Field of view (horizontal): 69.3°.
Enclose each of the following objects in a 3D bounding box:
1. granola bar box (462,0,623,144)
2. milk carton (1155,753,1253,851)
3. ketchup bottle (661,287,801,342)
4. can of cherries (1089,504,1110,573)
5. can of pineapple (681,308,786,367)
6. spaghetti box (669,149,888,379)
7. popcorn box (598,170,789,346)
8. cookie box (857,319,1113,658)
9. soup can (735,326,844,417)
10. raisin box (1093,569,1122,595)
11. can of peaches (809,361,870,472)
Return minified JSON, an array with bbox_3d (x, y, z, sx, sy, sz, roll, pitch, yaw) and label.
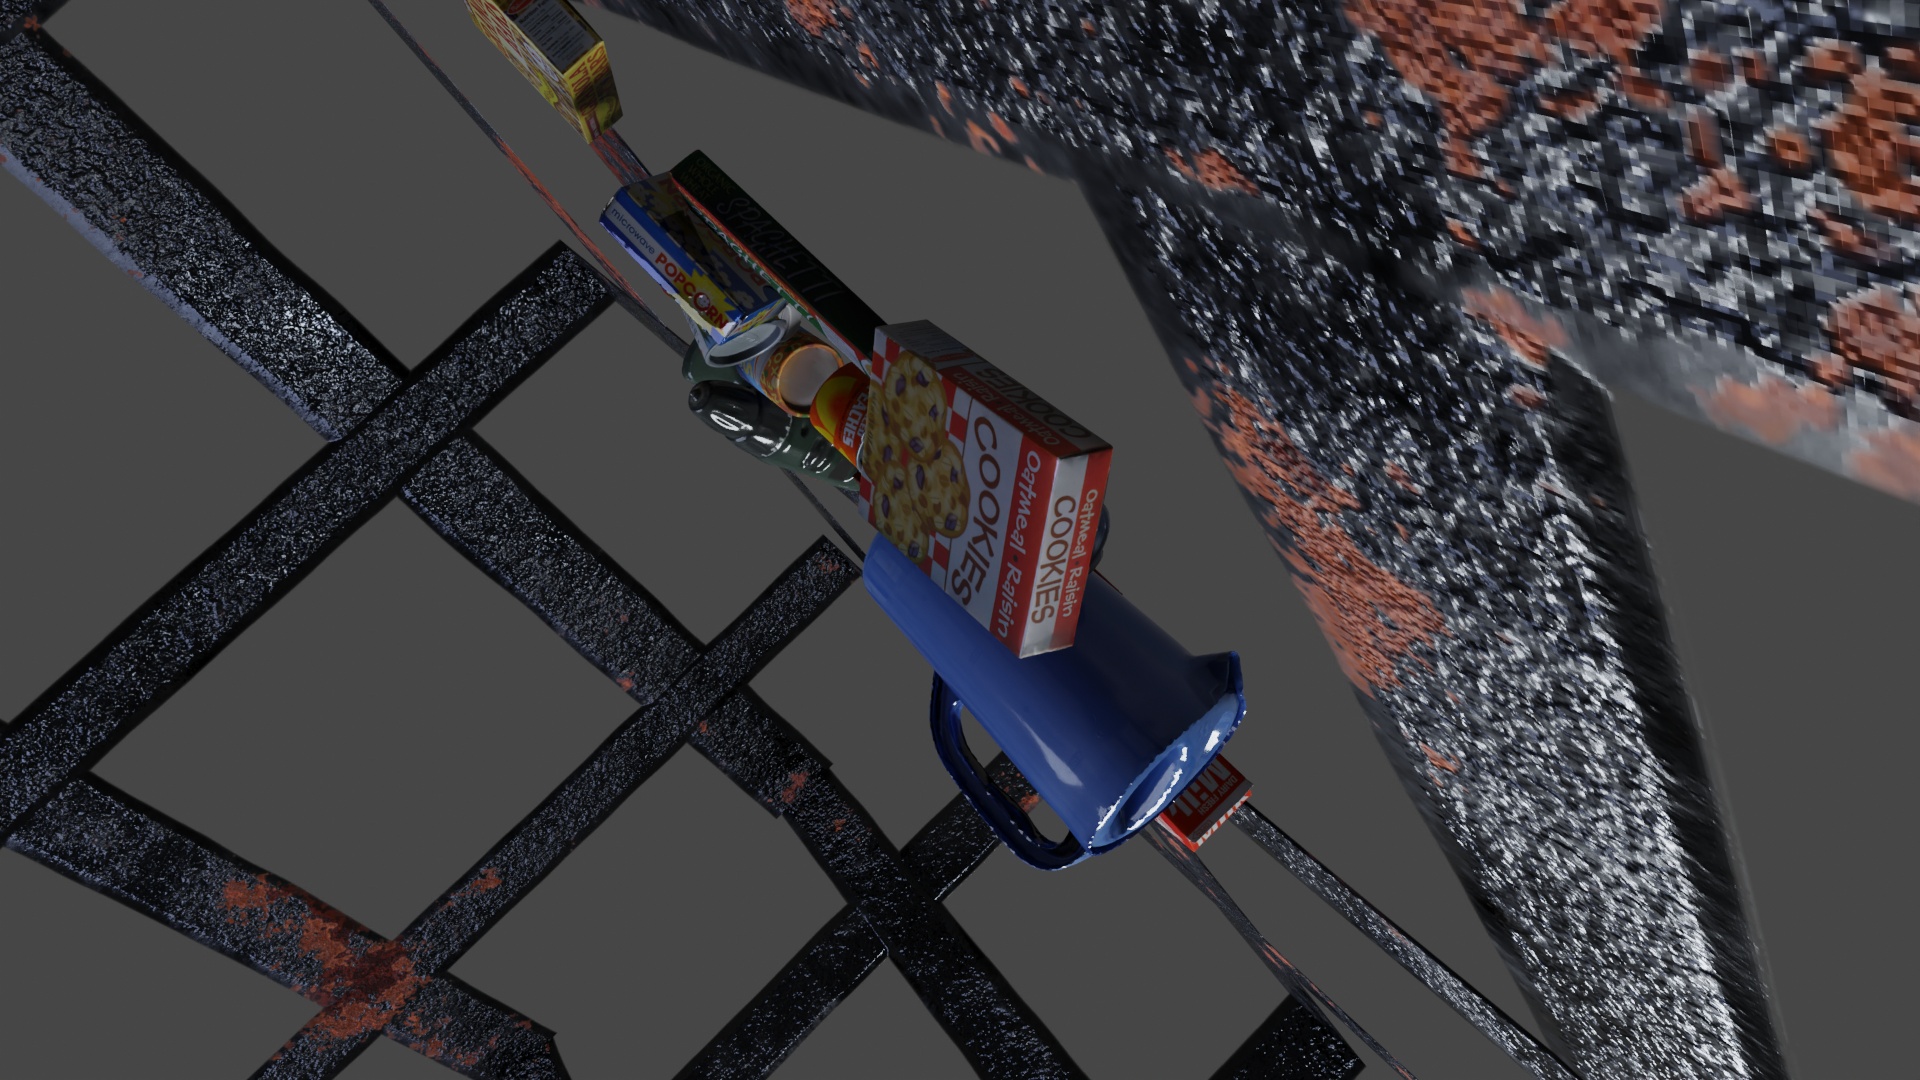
[{"bbox_3d":[-0.301,-0.360,0.983,0.124,0.039,0.165,46,174,-7],"label":"granola bar box"},{"bbox_3d":[0.184,0.204,1.210,0.073,0.072,0.191,49,172,-20],"label":"milk carton"},{"bbox_3d":[-0.191,-0.208,1.151,0.149,0.044,0.064,33,129,33],"label":"ketchup bottle"},{"bbox_3d":[0.045,-0.009,0.819,0.058,0.071,0.071,41,171,37],"label":"can of cherries"},{"bbox_3d":[-0.175,-0.175,1.071,0.071,0.071,0.058,88,157,-80],"label":"can of pineapple"},{"bbox_3d":[-0.102,-0.170,0.931,0.250,0.029,0.050,44,173,16],"label":"spaghetti box"},{"bbox_3d":[-0.186,-0.207,1.001,0.126,0.038,0.085,46,-147,-1],"label":"popcorn box"},{"bbox_3d":[0.008,-0.032,0.763,0.168,0.040,0.122,40,133,42],"label":"cookie box"},{"bbox_3d":[-0.145,-0.148,1.162,0.084,0.071,0.071,37,169,49],"label":"soup can"},{"bbox_3d":[0.041,0.029,0.983,0.123,0.086,0.040,44,170,18],"label":"raisin box"},{"bbox_3d":[-0.071,-0.093,1.035,0.058,0.071,0.071,44,173,23],"label":"can of peaches"}]
